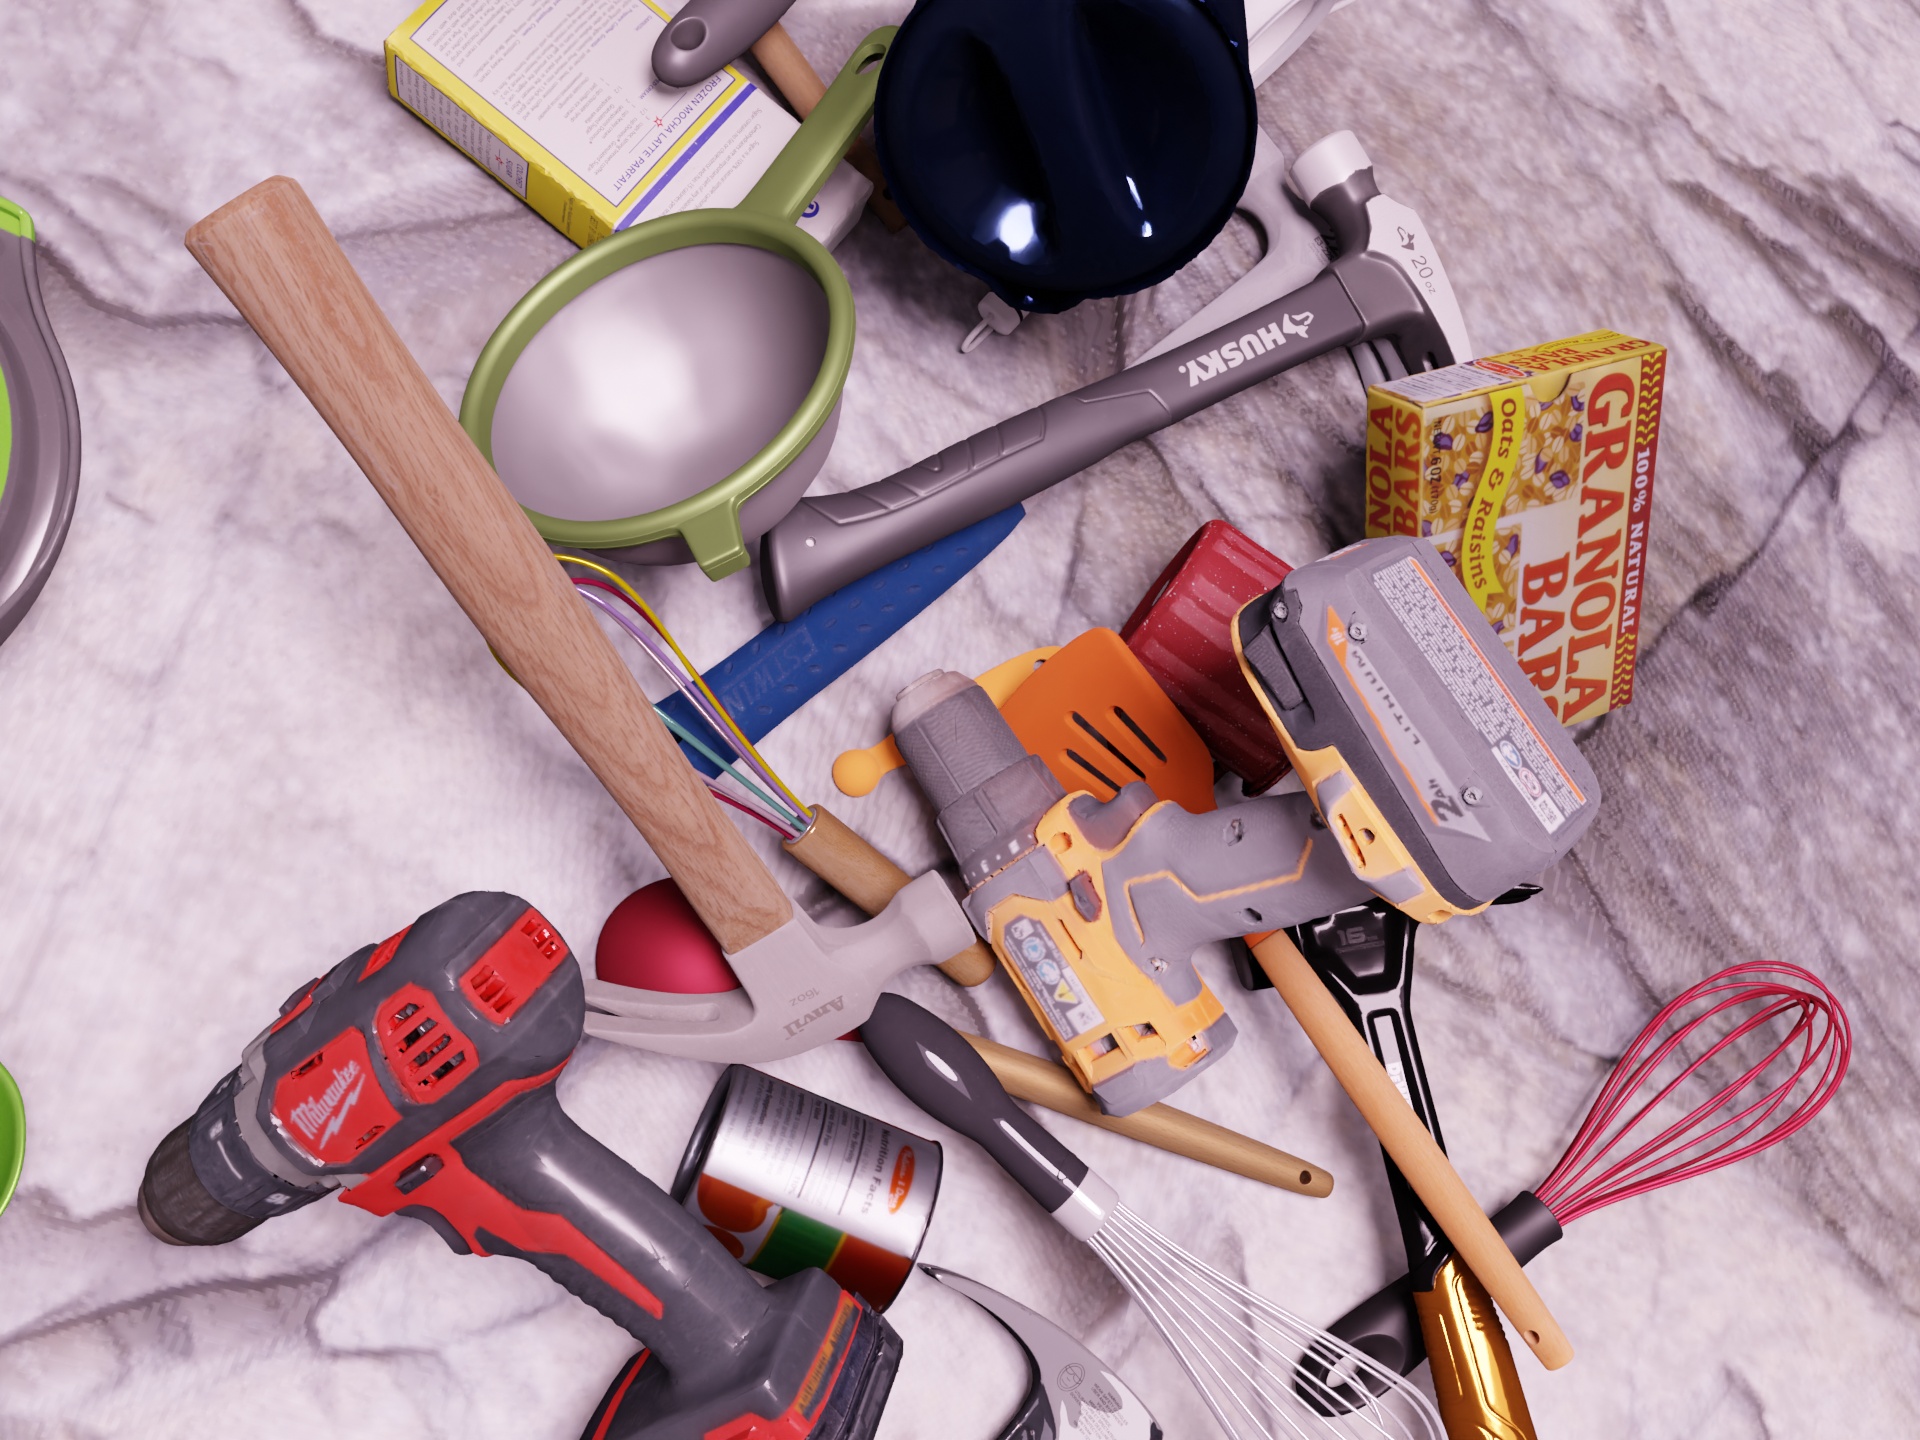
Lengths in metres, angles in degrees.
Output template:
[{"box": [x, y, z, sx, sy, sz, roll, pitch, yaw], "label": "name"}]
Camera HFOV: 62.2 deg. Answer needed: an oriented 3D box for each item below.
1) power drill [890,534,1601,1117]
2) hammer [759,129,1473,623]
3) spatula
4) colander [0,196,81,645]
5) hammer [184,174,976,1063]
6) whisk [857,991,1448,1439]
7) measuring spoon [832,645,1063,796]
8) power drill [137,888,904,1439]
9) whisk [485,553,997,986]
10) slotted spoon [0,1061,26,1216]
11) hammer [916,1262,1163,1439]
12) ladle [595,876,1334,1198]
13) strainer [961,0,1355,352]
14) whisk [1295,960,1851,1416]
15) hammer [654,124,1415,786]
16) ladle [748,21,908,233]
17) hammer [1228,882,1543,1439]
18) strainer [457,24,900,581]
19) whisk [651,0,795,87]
[{"box": [0.080, 0.023, 0.566, 0.084, 0.226, 0.185, -24, 78, -49], "label": "power drill"}, {"box": [0.067, -0.122, 0.650, 0.335, 0.035, 0.146, -28, 86, -18], "label": "hammer"}, {"box": [0.128, 0.108, 0.616, 0.041, 0.081, 0.323, -16, 68, -51], "label": "spatula"}, {"box": [-0.422, -0.015, 0.483, 0.204, 0.094, 0.397, 15, 79, 0], "label": "colander"}, {"box": [-0.126, -0.014, 0.510, 0.130, 0.031, 0.331, -31, 116, 0], "label": "hammer"}, {"box": [0.070, 0.198, 0.581, 0.284, 0.070, 0.070, 42, 71, 4], "label": "whisk"}, {"box": [-0.001, -0.002, 0.656, 0.117, 0.011, 0.021, -29, 88, -19], "label": "measuring spoon"}, {"box": [-0.149, 0.180, 0.519, 0.188, 0.080, 0.226, -34, 101, 24], "label": "power drill"}, {"box": [-0.072, 0.024, 0.585, 0.244, 0.051, 0.047, 41, 73, -23], "label": "whisk"}, {"box": [-0.377, 0.030, 0.538, 0.070, 0.031, 0.314, -15, 82, -15], "label": "slotted spoon"}, {"box": [-0.097, 0.363, 0.546, 0.409, 0.036, 0.149, -37, 89, -19], "label": "hammer"}, {"box": [0.010, 0.136, 0.626, 0.315, 0.031, 0.069, 22, 76, -12], "label": "ladle"}, {"box": [0.086, -0.256, 0.704, 0.050, 0.087, 0.258, 42, 82, 0], "label": "strainer"}, {"box": [0.259, 0.196, 0.669, 0.296, 0.073, 0.073, -33, 89, -12], "label": "whisk"}, {"box": [0.030, -0.098, 0.672, 0.405, 0.035, 0.144, -40, 91, -19], "label": "hammer"}, {"box": [-0.125, -0.339, 0.680, 0.078, 0.062, 0.320, -41, 99, -20], "label": "ladle"}, {"box": [0.201, 0.229, 0.618, 0.127, 0.034, 0.337, -10, 74, 1], "label": "hammer"}, {"box": [-0.076, -0.153, 0.600, 0.151, 0.069, 0.256, 18, 66, 27], "label": "strainer"}, {"box": [-0.053, -0.331, 0.670, 0.055, 0.055, 0.239, 39, 61, -5], "label": "whisk"}]
